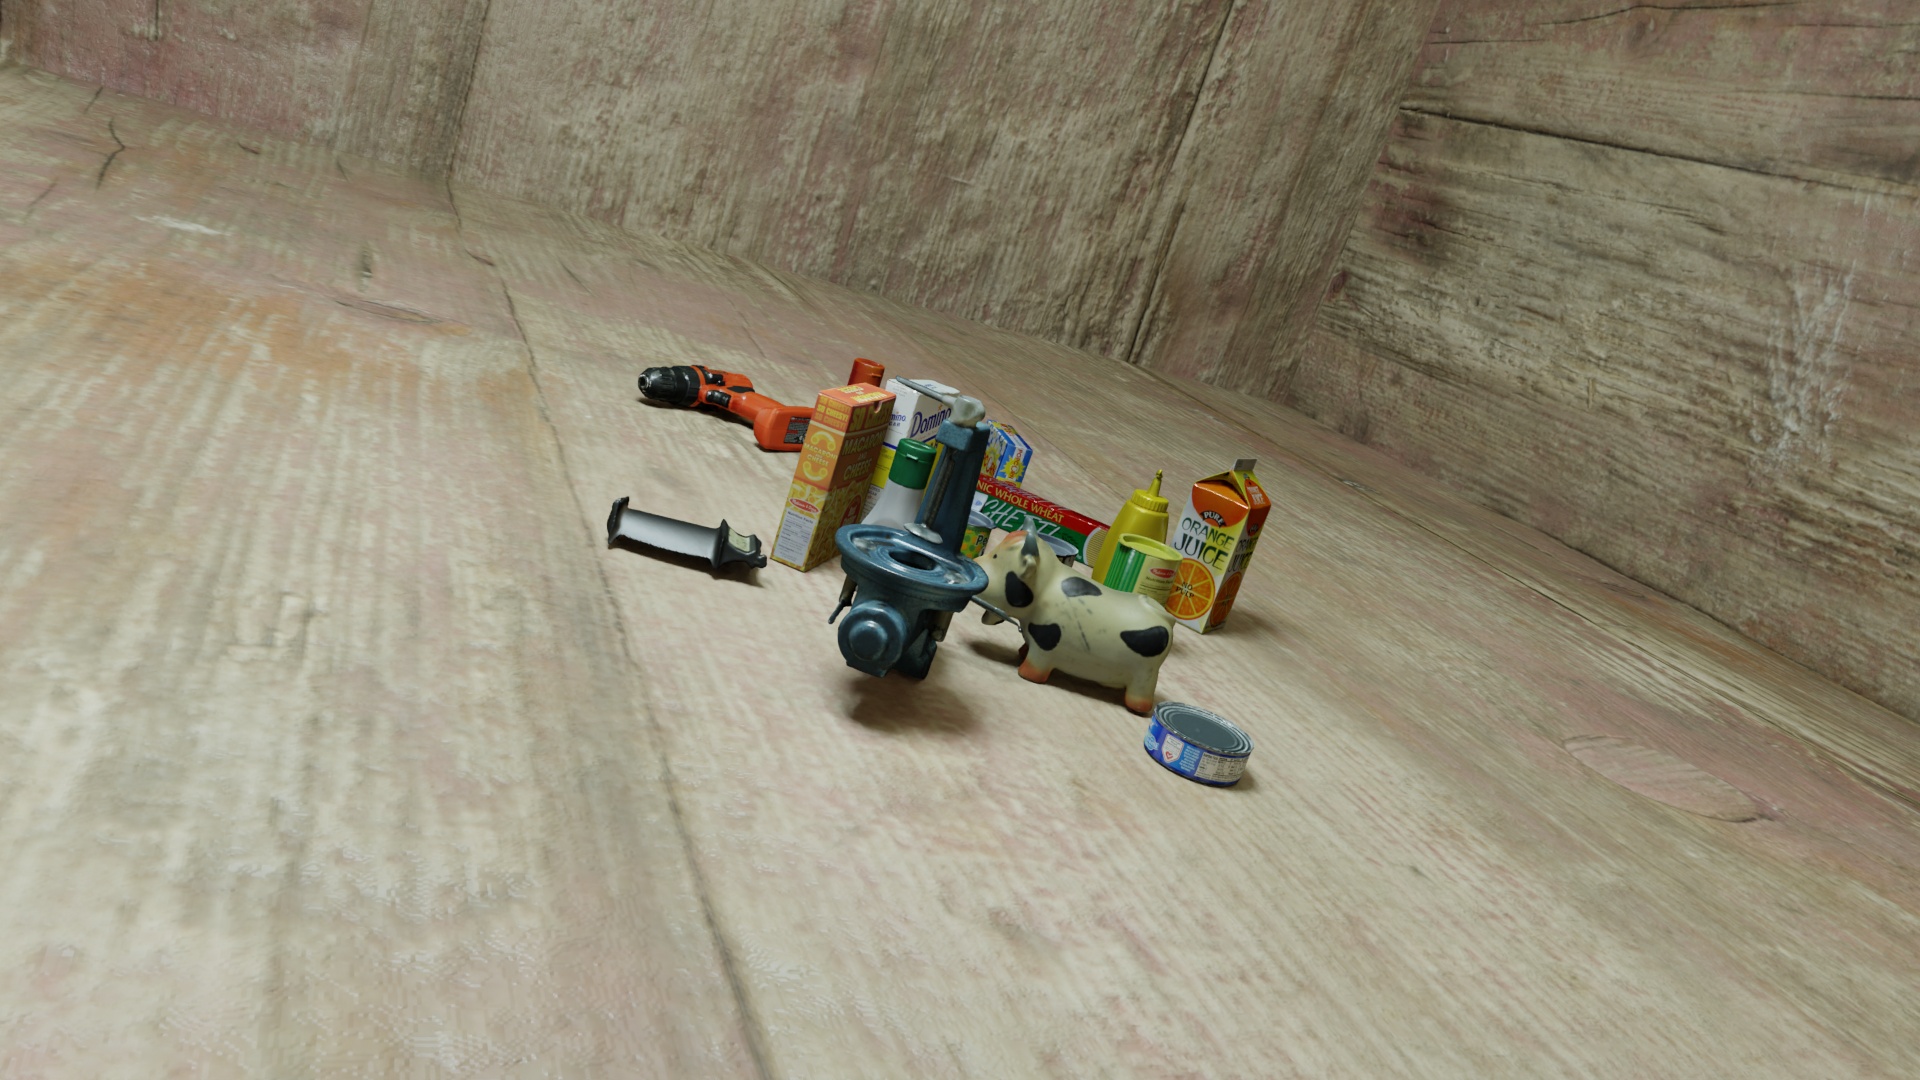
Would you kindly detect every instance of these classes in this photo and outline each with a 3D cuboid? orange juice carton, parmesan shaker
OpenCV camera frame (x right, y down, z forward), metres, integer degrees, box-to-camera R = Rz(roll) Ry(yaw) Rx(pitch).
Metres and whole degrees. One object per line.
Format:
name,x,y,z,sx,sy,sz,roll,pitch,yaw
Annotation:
orange juice carton,0.281,-0.001,1.529,0.073,0.192,0.072,26,17,28
parmesan shaker,0.170,0.052,1.382,0.071,0.102,0.071,17,15,-5

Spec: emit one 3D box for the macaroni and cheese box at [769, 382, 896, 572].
macaroni and cheese box,-0.119,-0.063,1.327,0.040,0.166,0.124,22,15,12

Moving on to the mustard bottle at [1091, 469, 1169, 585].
mustard bottle,0.190,-0.002,1.486,0.065,0.159,0.049,14,15,-17

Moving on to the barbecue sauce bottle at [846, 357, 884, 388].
barbecue sauce bottle,-0.125,-0.136,1.606,0.065,0.148,0.044,6,19,-40

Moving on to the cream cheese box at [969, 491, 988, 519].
cream cheese box,0.005,-0.019,1.534,0.024,0.053,0.104,20,15,4

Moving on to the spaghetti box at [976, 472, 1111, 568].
spaghetti box,0.091,-0.025,1.659,0.250,0.050,0.029,23,16,18

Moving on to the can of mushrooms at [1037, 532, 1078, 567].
can of mushrooms,0.095,0.018,1.547,0.071,0.033,0.071,17,15,-5

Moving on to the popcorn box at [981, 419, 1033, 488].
popcorn box,0.051,-0.099,1.804,0.038,0.085,0.127,14,16,-16

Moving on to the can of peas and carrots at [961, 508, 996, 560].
can of peas and carrots,-0.002,-0.001,1.450,0.071,0.058,0.071,17,15,-5

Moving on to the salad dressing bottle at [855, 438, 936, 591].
salad dressing bottle,-0.060,-0.020,1.282,0.064,0.147,0.044,20,15,4
